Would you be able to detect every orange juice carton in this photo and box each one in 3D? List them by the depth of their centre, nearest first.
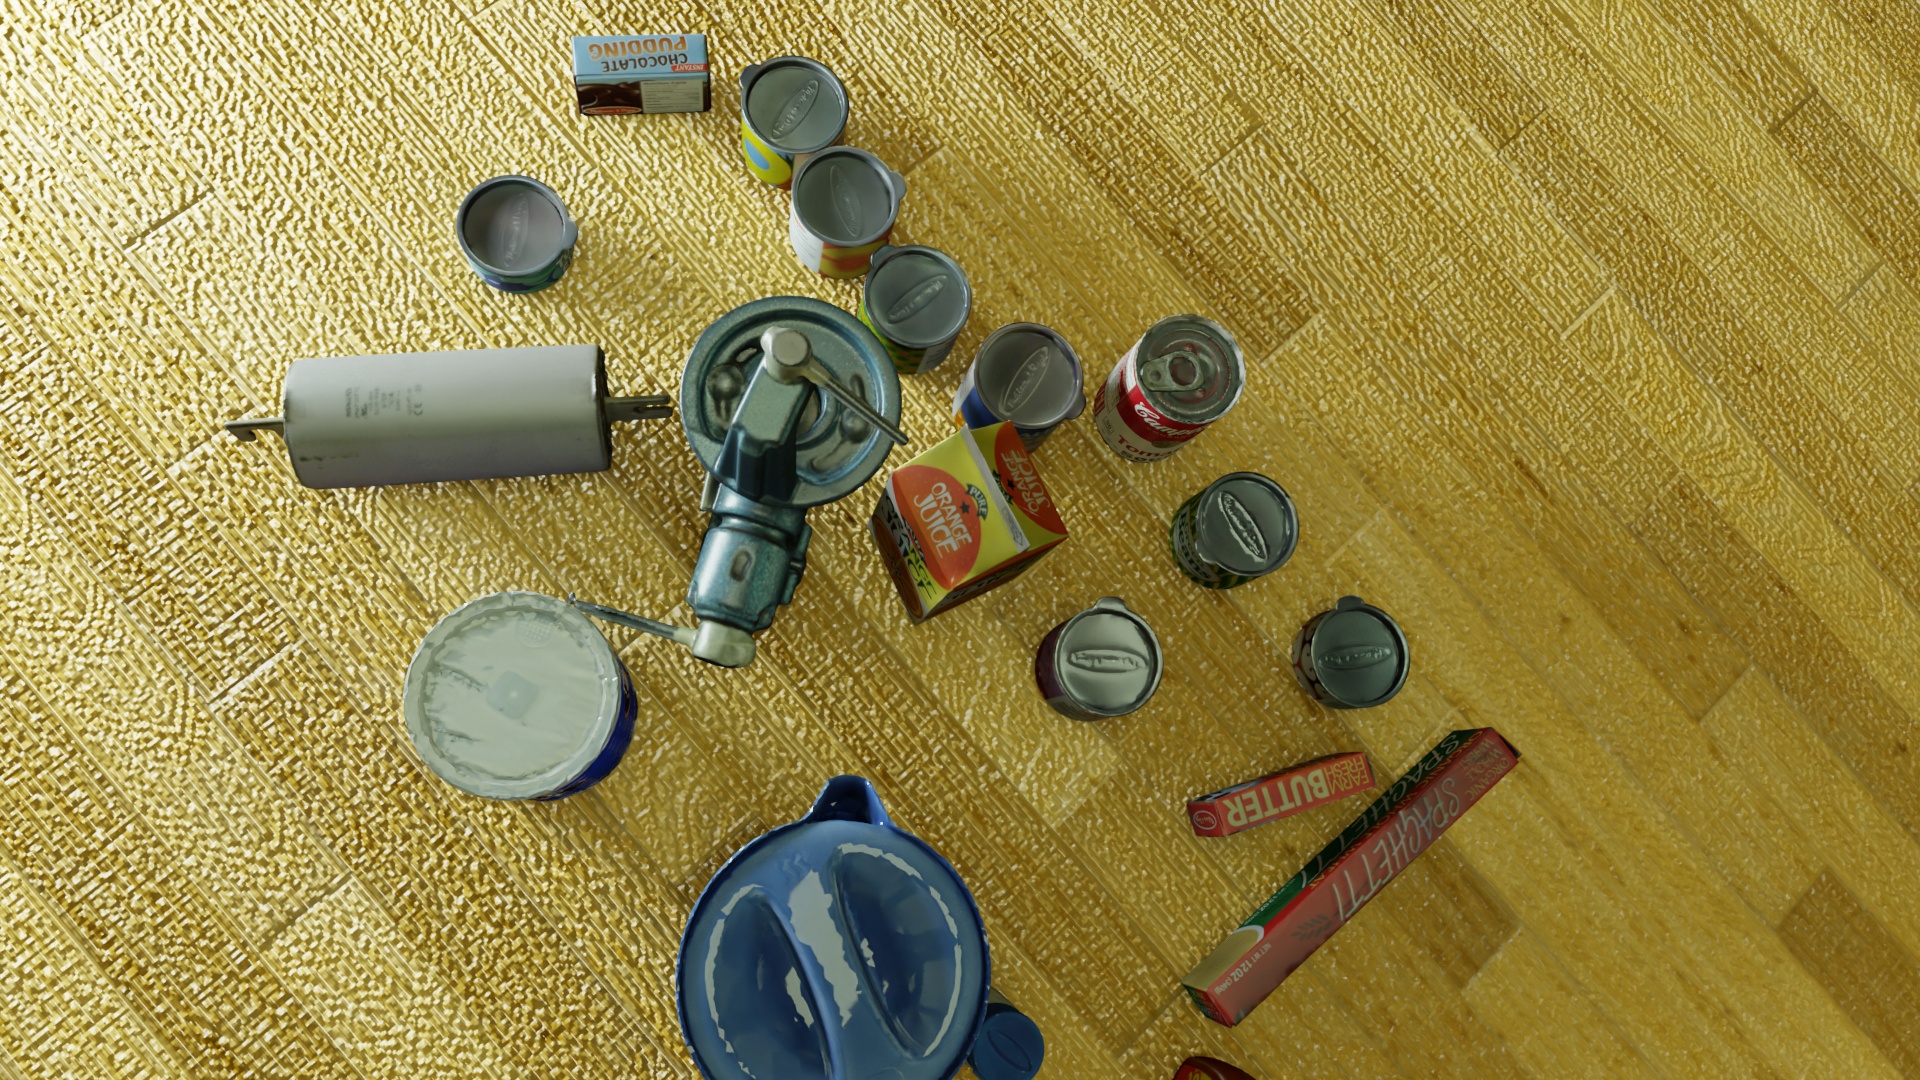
[{"bbox_3d":[0.003,-0.010,0.777,0.073,0.192,0.072,-24,84,-13],"label":"orange juice carton"}]

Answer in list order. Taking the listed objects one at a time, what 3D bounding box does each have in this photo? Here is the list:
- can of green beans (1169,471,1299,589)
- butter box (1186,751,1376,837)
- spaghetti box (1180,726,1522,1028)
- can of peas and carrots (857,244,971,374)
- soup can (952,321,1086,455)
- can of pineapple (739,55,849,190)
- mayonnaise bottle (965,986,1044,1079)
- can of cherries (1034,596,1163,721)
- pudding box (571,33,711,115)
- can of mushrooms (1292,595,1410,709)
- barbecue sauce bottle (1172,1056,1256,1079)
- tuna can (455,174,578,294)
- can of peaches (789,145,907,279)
[{"bbox_3d":[0.171,-0.005,0.874,0.071,0.057,0.071,2,79,-9],"label":"can of green beans"},{"bbox_3d":[0.195,0.155,0.847,0.104,0.053,0.024,-15,82,-12],"label":"butter box"},{"bbox_3d":[0.239,0.200,0.847,0.251,0.050,0.028,-37,87,-14],"label":"spaghetti box"},{"bbox_3d":[-0.032,-0.145,0.867,0.071,0.058,0.071,2,79,-9],"label":"can of peas and carrots"},{"bbox_3d":[0.036,-0.087,0.854,0.071,0.083,0.071,2,79,-9],"label":"soup can"},{"bbox_3d":[-0.107,-0.264,0.880,0.071,0.057,0.071,2,79,-9],"label":"can of pineapple"},{"bbox_3d":[0.013,0.261,0.746,0.065,0.147,0.041,42,76,0],"label":"mayonnaise bottle"},{"bbox_3d":[0.083,0.073,0.843,0.071,0.058,0.071,2,79,-9],"label":"can of cherries"},{"bbox_3d":[-0.200,-0.293,0.874,0.084,0.049,0.030,-6,80,-11],"label":"pudding box"},{"bbox_3d":[0.248,0.072,0.883,0.071,0.033,0.071,2,78,-9],"label":"can of mushrooms"},{"bbox_3d":[0.153,0.326,0.756,0.044,0.148,0.065,16,77,-6],"label":"barbecue sauce bottle"},{"bbox_3d":[-0.268,-0.186,0.849,0.071,0.032,0.071,2,78,-9],"label":"tuna can"},{"bbox_3d":[-0.072,-0.205,0.873,0.071,0.058,0.071,2,79,-9],"label":"can of peaches"}]
